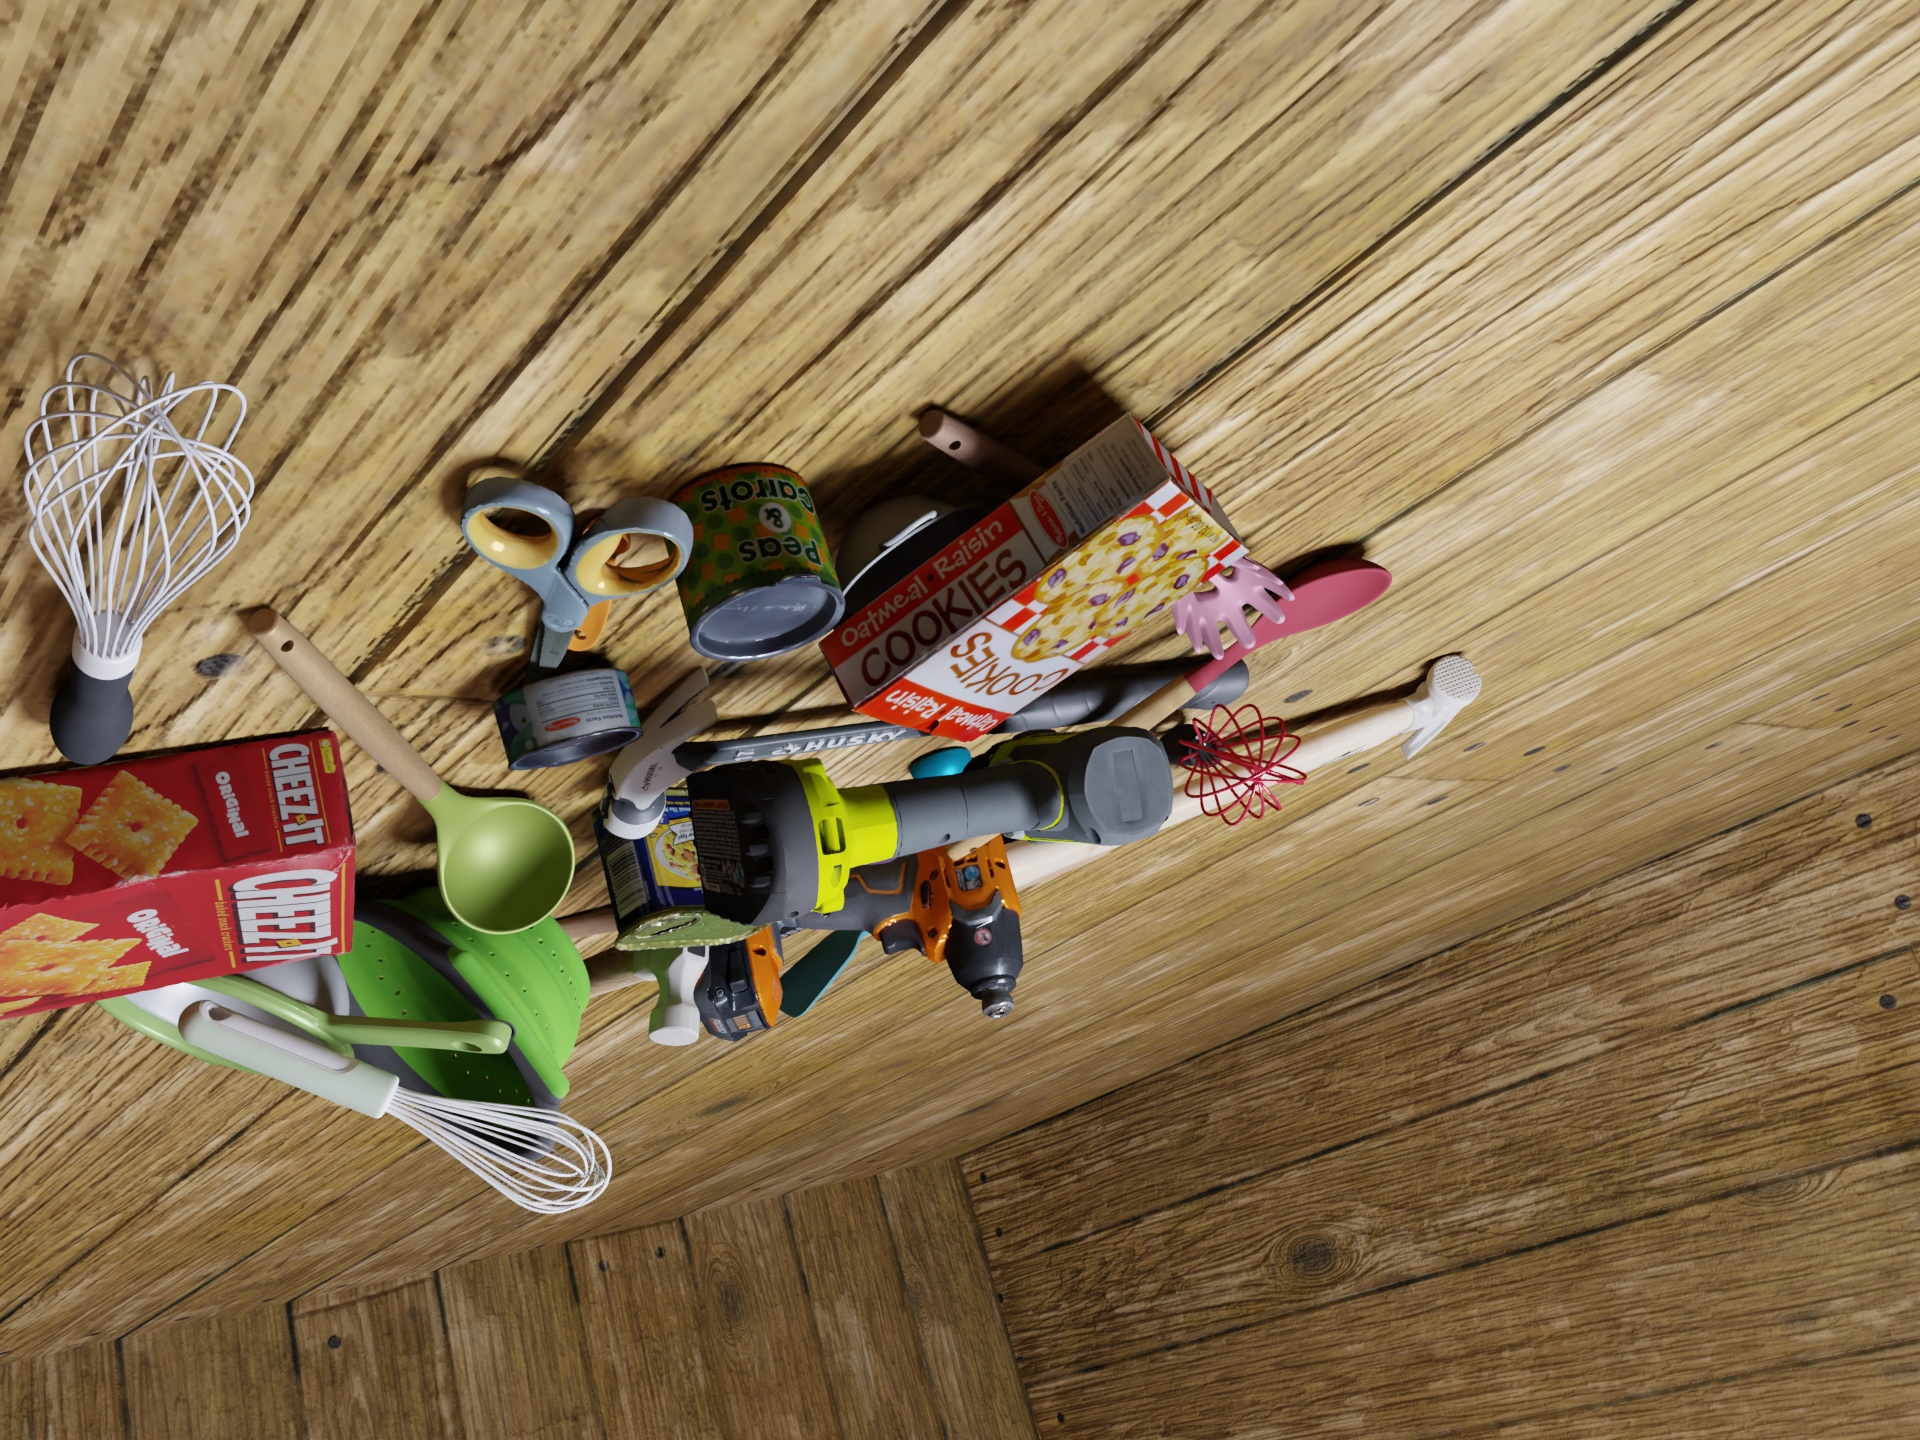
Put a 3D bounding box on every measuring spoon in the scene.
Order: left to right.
[{"bbox_3d":[-0.161,-0.059,0.695,0.021,0.011,0.117,17,152,-14],"label":"measuring spoon"},{"bbox_3d":[0.016,0.040,1.085,0.042,0.021,0.128,-31,156,32],"label":"measuring spoon"}]

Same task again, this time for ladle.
[{"bbox_3d":[-0.263,0.031,0.780,0.078,0.062,0.320,-47,162,-16],"label":"ladle"},{"bbox_3d":[0.119,-0.006,0.963,0.315,0.031,0.069,-36,152,12],"label":"ladle"}]

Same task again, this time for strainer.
[{"bbox_3d":[-0.364,0.149,0.904,0.256,0.069,0.151,1,145,16],"label":"strainer"},{"bbox_3d":[-0.024,-0.046,0.768,0.087,0.050,0.258,-34,158,-12],"label":"strainer"}]

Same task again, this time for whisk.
[{"bbox_3d":[-0.300,-0.041,0.566,0.070,0.070,0.284,-4,161,-34],"label":"whisk"},{"bbox_3d":[-0.307,0.209,0.873,0.246,0.058,0.059,27,104,-14],"label":"whisk"},{"bbox_3d":[0.158,0.021,1.003,0.073,0.073,0.296,-18,-177,0],"label":"whisk"}]

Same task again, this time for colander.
[{"bbox_3d":[-0.353,0.181,1.038,0.397,0.204,0.094,-16,-158,46],"label":"colander"}]

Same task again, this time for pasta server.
[{"bbox_3d":[0.078,-0.089,0.774,0.060,0.040,0.316,-41,151,20],"label":"pasta server"}]

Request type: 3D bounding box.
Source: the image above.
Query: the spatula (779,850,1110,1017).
[{"bbox_3d":[-0.010,0.164,1.321,0.317,0.044,0.082,-18,-168,-22],"label":"spatula"}]

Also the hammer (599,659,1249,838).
[{"bbox_3d":[-0.001,-0.003,0.943,0.408,0.036,0.149,-8,157,-26],"label":"hammer"}]

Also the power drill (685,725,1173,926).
[{"bbox_3d":[-0.024,0.048,0.857,0.228,0.080,0.190,-9,-179,-23],"label":"power drill"}]

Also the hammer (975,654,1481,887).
[{"bbox_3d":[0.189,0.056,1.202,0.410,0.038,0.146,-20,162,-10],"label":"hammer"}]

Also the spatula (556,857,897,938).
[{"bbox_3d":[-0.147,0.122,1.147,0.316,0.059,0.018,-11,-159,-8],"label":"spatula"}]

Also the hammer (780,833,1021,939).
[{"bbox_3d":[-0.090,0.136,1.230,0.335,0.035,0.146,-25,160,18],"label":"hammer"}]

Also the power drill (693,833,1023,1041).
[{"bbox_3d":[-0.071,0.143,1.074,0.226,0.164,0.084,-14,149,-3],"label":"power drill"}]

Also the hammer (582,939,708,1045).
[{"bbox_3d":[-0.293,0.189,1.087,0.331,0.130,0.031,-23,143,32],"label":"hammer"}]
